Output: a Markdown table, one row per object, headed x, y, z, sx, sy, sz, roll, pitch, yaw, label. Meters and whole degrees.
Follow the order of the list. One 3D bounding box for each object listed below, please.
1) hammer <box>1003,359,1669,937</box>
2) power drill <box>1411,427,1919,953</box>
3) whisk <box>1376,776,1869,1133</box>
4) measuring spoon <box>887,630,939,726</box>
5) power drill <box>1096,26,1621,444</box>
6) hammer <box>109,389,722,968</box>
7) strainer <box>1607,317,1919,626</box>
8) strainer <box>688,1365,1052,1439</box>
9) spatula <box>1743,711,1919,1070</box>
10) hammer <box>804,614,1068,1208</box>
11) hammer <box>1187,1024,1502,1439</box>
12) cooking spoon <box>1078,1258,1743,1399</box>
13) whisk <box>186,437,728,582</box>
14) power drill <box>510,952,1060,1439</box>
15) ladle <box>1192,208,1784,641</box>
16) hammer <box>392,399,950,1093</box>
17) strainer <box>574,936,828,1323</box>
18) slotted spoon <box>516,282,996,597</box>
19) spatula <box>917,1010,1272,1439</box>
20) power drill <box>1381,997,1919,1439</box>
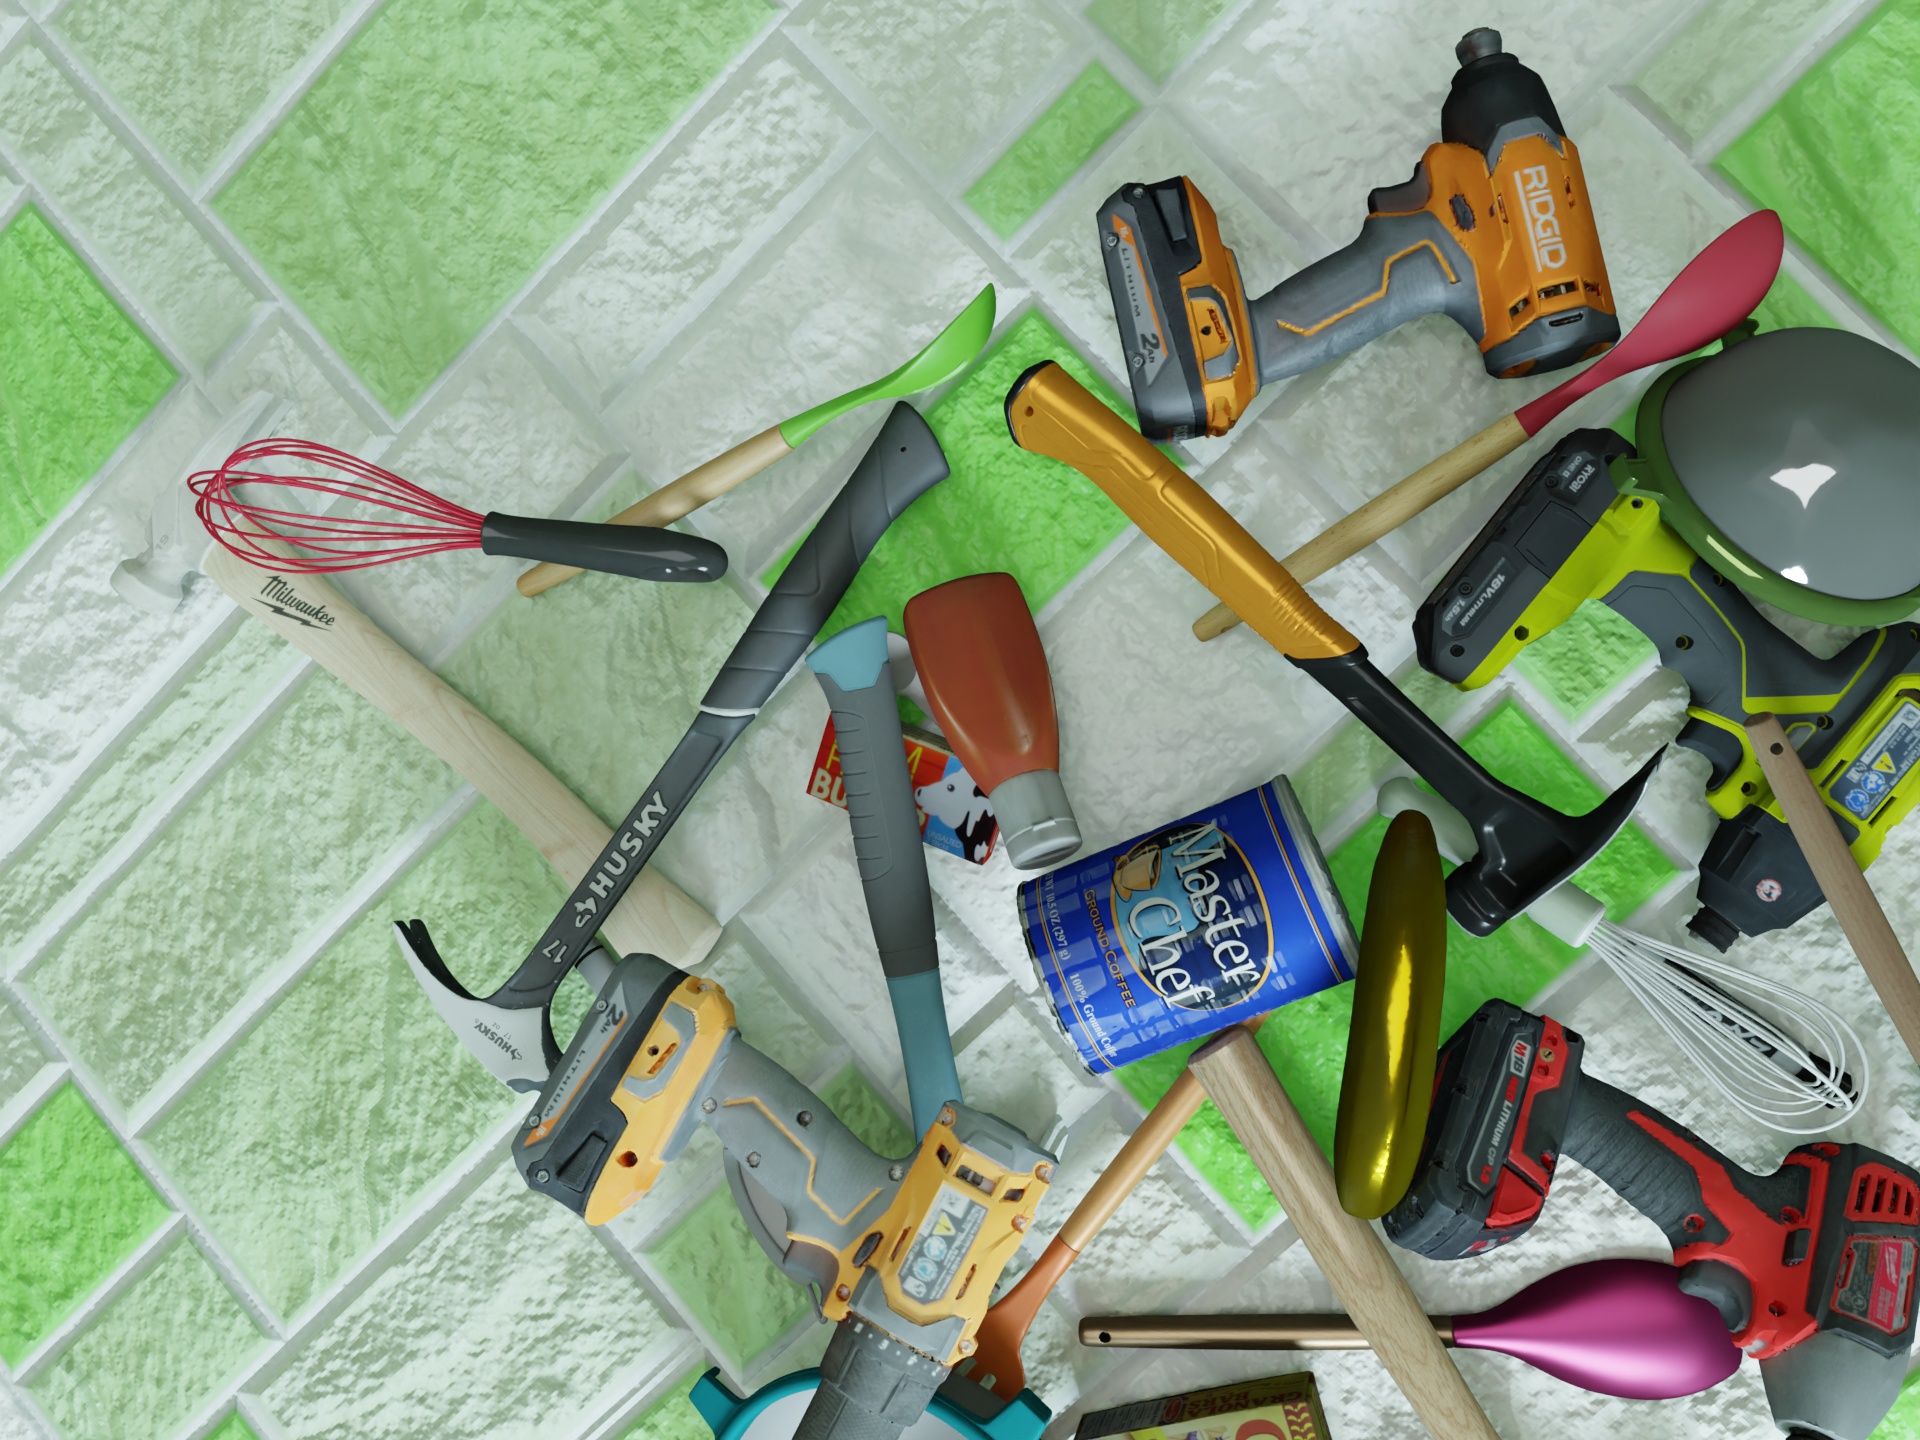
| x | y | z | sx | sy | sz | roll | pitch | yaw | label |
| --- | --- | --- | --- | --- | --- | --- | --- | --- | --- |
| 0.152 | -0.052 | 0.723 | 0.337 | 0.034 | 0.127 | 44 | 136 | 10 | hammer |
| 0.330 | -0.014 | 0.735 | 0.223 | 0.080 | 0.171 | 38 | 98 | 6 | power drill |
| 0.299 | 0.101 | 0.738 | 0.246 | 0.057 | 0.059 | 37 | 97 | 24 | whisk |
| -0.001 | -0.003 | 0.838 | 0.124 | 0.018 | 0.034 | 41 | 114 | 2 | measuring spoon |
| 0.184 | -0.230 | 0.763 | 0.226 | 0.084 | 0.164 | -12 | 87 | 8 | power drill |
| -0.289 | -0.012 | 0.886 | 0.411 | 0.038 | 0.146 | 39 | 96 | 9 | hammer |
| 0.416 | -0.086 | 0.676 | 0.256 | 0.069 | 0.151 | 40 | 57 | 12 | strainer |
| -0.008 | 0.467 | 0.801 | 0.211 | 0.095 | 0.340 | -8 | 96 | 25 | strainer |
| 0.424 | 0.129 | 0.706 | 0.060 | 0.018 | 0.315 | -31 | 101 | 10 | spatula |
| -0.028 | 0.113 | 0.802 | 0.128 | 0.033 | 0.331 | -11 | 94 | -5 | hammer |
| 0.210 | 0.297 | 0.764 | 0.130 | 0.031 | 0.331 | -34 | 84 | 9 | hammer |
| 0.217 | 0.304 | 0.788 | 0.319 | 0.017 | 0.069 | -4 | 90 | 12 | cooking spoon |
| -0.266 | -0.101 | 0.837 | 0.296 | 0.073 | 0.073 | 8 | 92 | 6 | whisk |
| -0.092 | 0.231 | 0.735 | 0.226 | 0.084 | 0.185 | 26 | 77 | 10 | power drill |
| 0.239 | -0.124 | 0.744 | 0.315 | 0.069 | 0.031 | -34 | 65 | 25 | ladle |
| -0.136 | 0.008 | 0.831 | 0.149 | 0.036 | 0.409 | 35 | 90 | 9 | hammer |
| -0.136 | 0.203 | 0.852 | 0.258 | 0.050 | 0.086 | 48 | 143 | 13 | strainer |
| -0.111 | -0.138 | 0.836 | 0.314 | 0.070 | 0.031 | -26 | 107 | 19 | slotted spoon |
| 0.071 | 0.246 | 0.818 | 0.081 | 0.041 | 0.322 | 38 | 94 | 8 | spatula |
| 0.314 | 0.229 | 0.714 | 0.220 | 0.078 | 0.143 | 23 | 61 | 10 | power drill |
